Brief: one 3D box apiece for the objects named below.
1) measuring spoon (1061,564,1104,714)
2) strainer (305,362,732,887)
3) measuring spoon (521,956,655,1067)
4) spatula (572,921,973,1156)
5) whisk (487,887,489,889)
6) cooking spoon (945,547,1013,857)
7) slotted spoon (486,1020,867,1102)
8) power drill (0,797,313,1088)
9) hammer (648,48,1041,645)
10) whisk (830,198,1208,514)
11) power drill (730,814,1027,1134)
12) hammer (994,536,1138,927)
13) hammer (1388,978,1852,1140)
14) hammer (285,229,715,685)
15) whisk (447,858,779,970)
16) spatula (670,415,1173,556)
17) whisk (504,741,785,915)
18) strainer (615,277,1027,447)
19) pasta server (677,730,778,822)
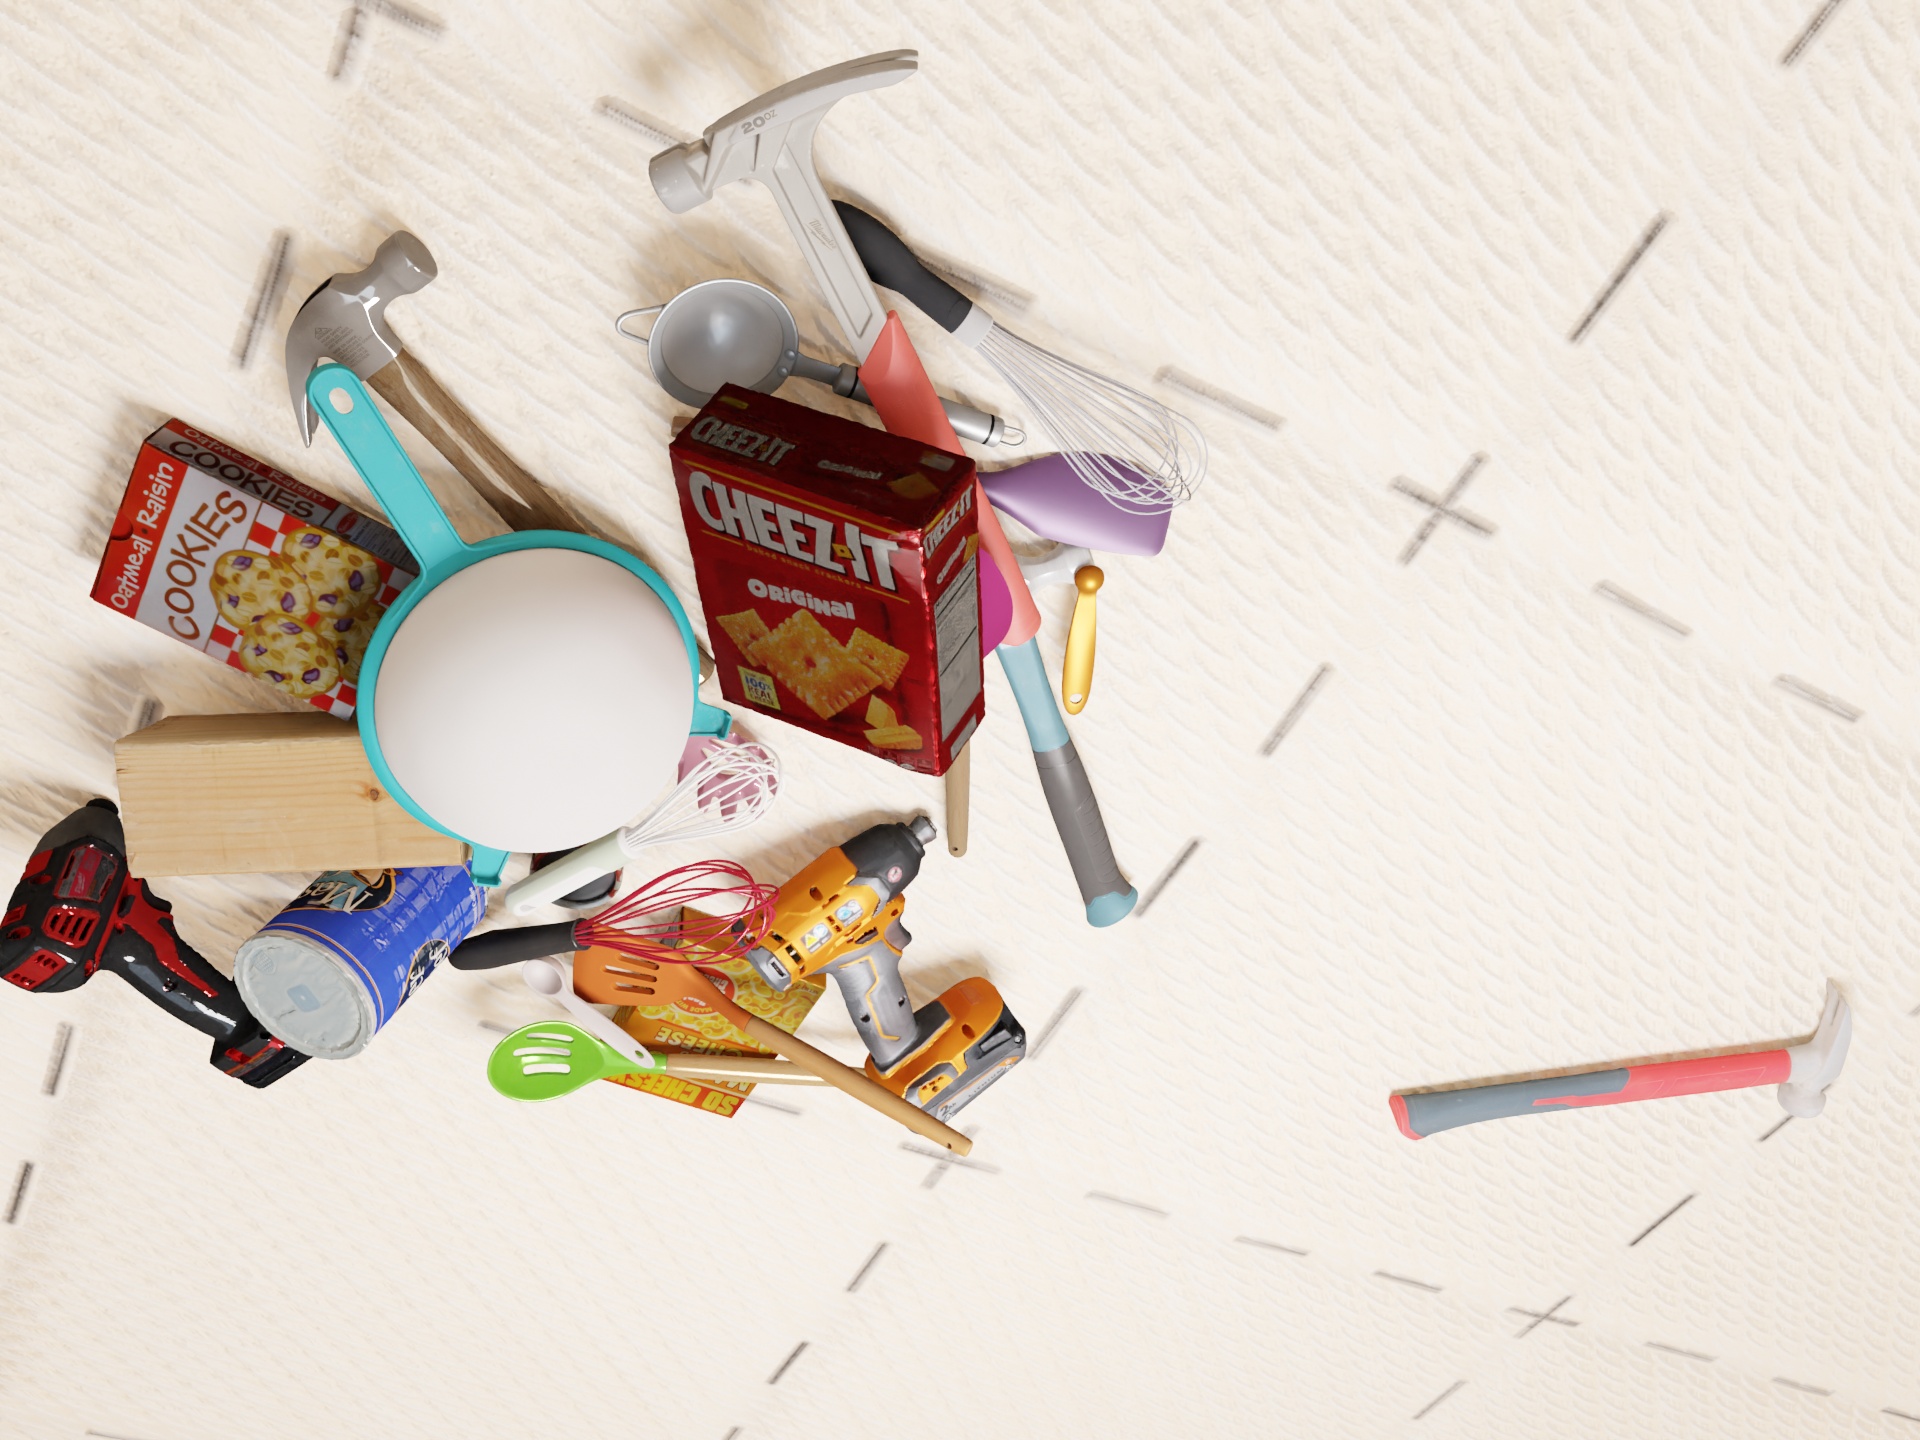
[{"bbox_3d":[0.080,-0.049,1.037,0.021,0.011,0.116,-1,127,-7],"label":"measuring spoon"},{"bbox_3d":[-0.265,-0.048,0.915,0.211,0.095,0.340,-34,127,-12],"label":"strainer"},{"bbox_3d":[-0.273,0.216,1.185,0.124,0.018,0.034,43,125,-12],"label":"measuring spoon"},{"bbox_3d":[-0.137,0.237,1.151,0.323,0.041,0.081,26,124,15],"label":"spatula"},{"bbox_3d":[-0.318,0.083,1.121,0.047,0.051,0.245,22,125,-27],"label":"whisk"},{"bbox_3d":[-0.002,-0.003,1.049,0.069,0.017,0.318,18,143,14],"label":"cooking spoon"},{"bbox_3d":[-0.202,0.269,1.227,0.313,0.031,0.070,7,108,-14],"label":"slotted spoon"},{"bbox_3d":[-0.539,0.151,1.097,0.078,0.143,0.219,-31,130,22],"label":"power drill"},{"bbox_3d":[-0.023,-0.186,0.898,0.149,0.037,0.358,-18,128,15],"label":"hammer"},{"bbox_3d":[0.032,-0.212,0.926,0.284,0.070,0.070,33,117,-21],"label":"whisk"},{"bbox_3d":[-0.044,0.183,1.183,0.164,0.084,0.226,-38,118,-7],"label":"power drill"},{"bbox_3d":[0.068,0.025,1.118,0.128,0.033,0.330,-17,127,6],"label":"hammer"},{"bbox_3d":[0.567,0.306,1.374,0.386,0.038,0.143,-7,126,0],"label":"hammer"},{"bbox_3d":[-0.269,-0.131,0.971,0.130,0.031,0.331,-30,124,16],"label":"hammer"},{"bbox_3d":[-0.249,0.147,1.112,0.296,0.073,0.073,-13,129,28],"label":"whisk"},{"bbox_3d":[-0.020,-0.154,0.983,0.316,0.018,0.059,9,101,-10],"label":"spatula"},{"bbox_3d":[-0.217,0.080,1.076,0.246,0.059,0.057,-27,150,23],"label":"whisk"},{"bbox_3d":[-0.076,-0.202,0.931,0.258,0.050,0.086,15,129,-23],"label":"strainer"},{"bbox_3d":[-0.254,-0.028,1.046,0.316,0.040,0.060,33,110,-25],"label":"pasta server"}]
